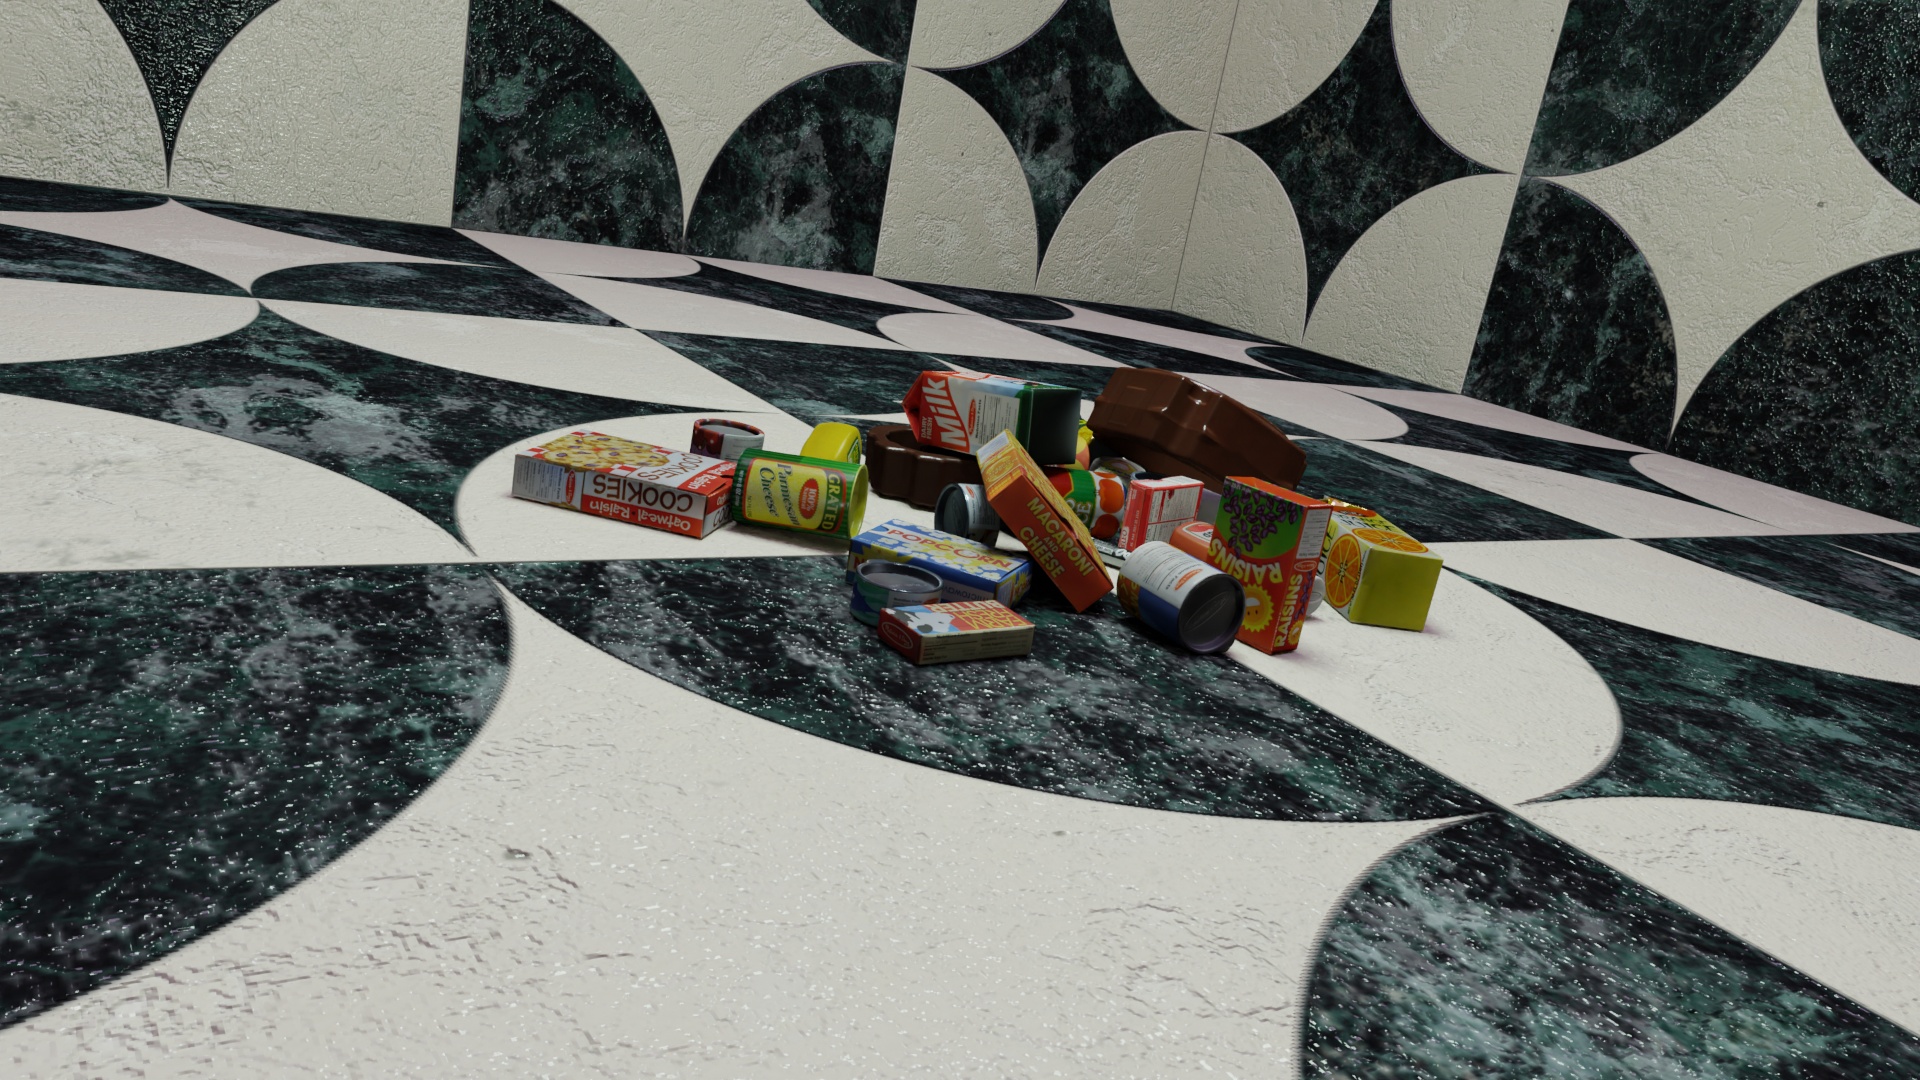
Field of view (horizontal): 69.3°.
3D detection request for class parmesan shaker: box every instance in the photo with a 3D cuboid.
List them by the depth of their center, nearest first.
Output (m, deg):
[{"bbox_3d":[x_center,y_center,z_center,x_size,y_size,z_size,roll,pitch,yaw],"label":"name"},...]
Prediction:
[{"bbox_3d":[-0.136,-0.036,1.172,0.103,0.071,0.071,8,15,7],"label":"parmesan shaker"}]

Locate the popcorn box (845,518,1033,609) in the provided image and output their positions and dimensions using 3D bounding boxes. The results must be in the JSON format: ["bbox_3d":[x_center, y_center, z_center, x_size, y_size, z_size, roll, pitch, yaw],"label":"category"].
[{"bbox_3d":[-0.015,0.023,1.093,0.127,0.038,0.085,16,17,18],"label":"popcorn box"}]

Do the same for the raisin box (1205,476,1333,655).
[{"bbox_3d":[0.242,0.019,1.119,0.040,0.123,0.086,-2,20,-41],"label":"raisin box"}]

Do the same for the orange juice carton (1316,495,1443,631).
[{"bbox_3d":[0.371,0.016,1.311,0.073,0.071,0.193,8,16,-11],"label":"orange juice carton"}]

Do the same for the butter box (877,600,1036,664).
[{"bbox_3d":[-0.002,0.064,0.981,0.104,0.024,0.053,-2,20,-37],"label":"butter box"}]

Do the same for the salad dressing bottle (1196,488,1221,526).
[{"bbox_3d":[0.272,-0.022,1.433,0.148,0.044,0.064,26,10,41],"label":"salad dressing bottle"}]

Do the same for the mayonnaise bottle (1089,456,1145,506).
[{"bbox_3d":[0.164,-0.056,1.483,0.065,0.041,0.148,17,16,6],"label":"mayonnaise bottle"}]

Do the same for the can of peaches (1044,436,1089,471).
[{"bbox_3d":[0.100,-0.081,1.487,0.058,0.071,0.071,6,16,-20],"label":"can of peaches"}]

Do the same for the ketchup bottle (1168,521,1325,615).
[{"bbox_3d":[0.260,0.025,1.256,0.065,0.043,0.149,-2,20,-39],"label":"ketchup bottle"}]

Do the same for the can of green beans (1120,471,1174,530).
[{"bbox_3d":[0.197,-0.033,1.391,0.071,0.057,0.071,10,15,-3],"label":"can of green beans"}]

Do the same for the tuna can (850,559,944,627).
[{"bbox_3d":[-0.048,0.040,1.020,0.071,0.032,0.071,10,15,-3],"label":"tuna can"}]

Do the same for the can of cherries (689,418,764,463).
[{"bbox_3d":[-0.218,-0.077,1.274,0.071,0.058,0.072,10,16,-3],"label":"can of cherries"}]

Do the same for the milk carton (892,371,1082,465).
[{"bbox_3d":[0.022,-0.123,1.346,0.072,0.073,0.190,-6,16,-44],"label":"milk carton"}]

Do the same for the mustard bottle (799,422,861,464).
[{"bbox_3d":[-0.126,-0.063,1.287,0.049,0.065,0.161,6,21,4],"label":"mustard bottle"}]

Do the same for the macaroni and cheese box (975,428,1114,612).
[{"bbox_3d":[0.068,-0.021,1.171,0.123,0.040,0.167,50,8,-15],"label":"macaroni and cheese box"}]

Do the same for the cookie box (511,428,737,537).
[{"bbox_3d":[-0.273,-0.052,1.181,0.167,0.040,0.123,13,16,7],"label":"cookie box"}]

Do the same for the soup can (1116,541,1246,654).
[{"bbox_3d":[0.173,0.046,1.092,0.071,0.071,0.084,1,17,-31],"label":"soup can"}]

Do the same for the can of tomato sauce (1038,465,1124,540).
[{"bbox_3d":[0.106,-0.034,1.327,0.083,0.071,0.071,6,16,-19],"label":"can of tomato sauce"}]

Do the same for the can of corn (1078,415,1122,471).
[{"bbox_3d":[0.144,-0.104,1.585,0.071,0.071,0.058,-1,20,-37],"label":"can of corn"}]

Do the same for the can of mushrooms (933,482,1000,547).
[{"bbox_3d":[0.004,-0.015,1.194,0.033,0.070,0.071,3,17,-27],"label":"can of mushrooms"}]
